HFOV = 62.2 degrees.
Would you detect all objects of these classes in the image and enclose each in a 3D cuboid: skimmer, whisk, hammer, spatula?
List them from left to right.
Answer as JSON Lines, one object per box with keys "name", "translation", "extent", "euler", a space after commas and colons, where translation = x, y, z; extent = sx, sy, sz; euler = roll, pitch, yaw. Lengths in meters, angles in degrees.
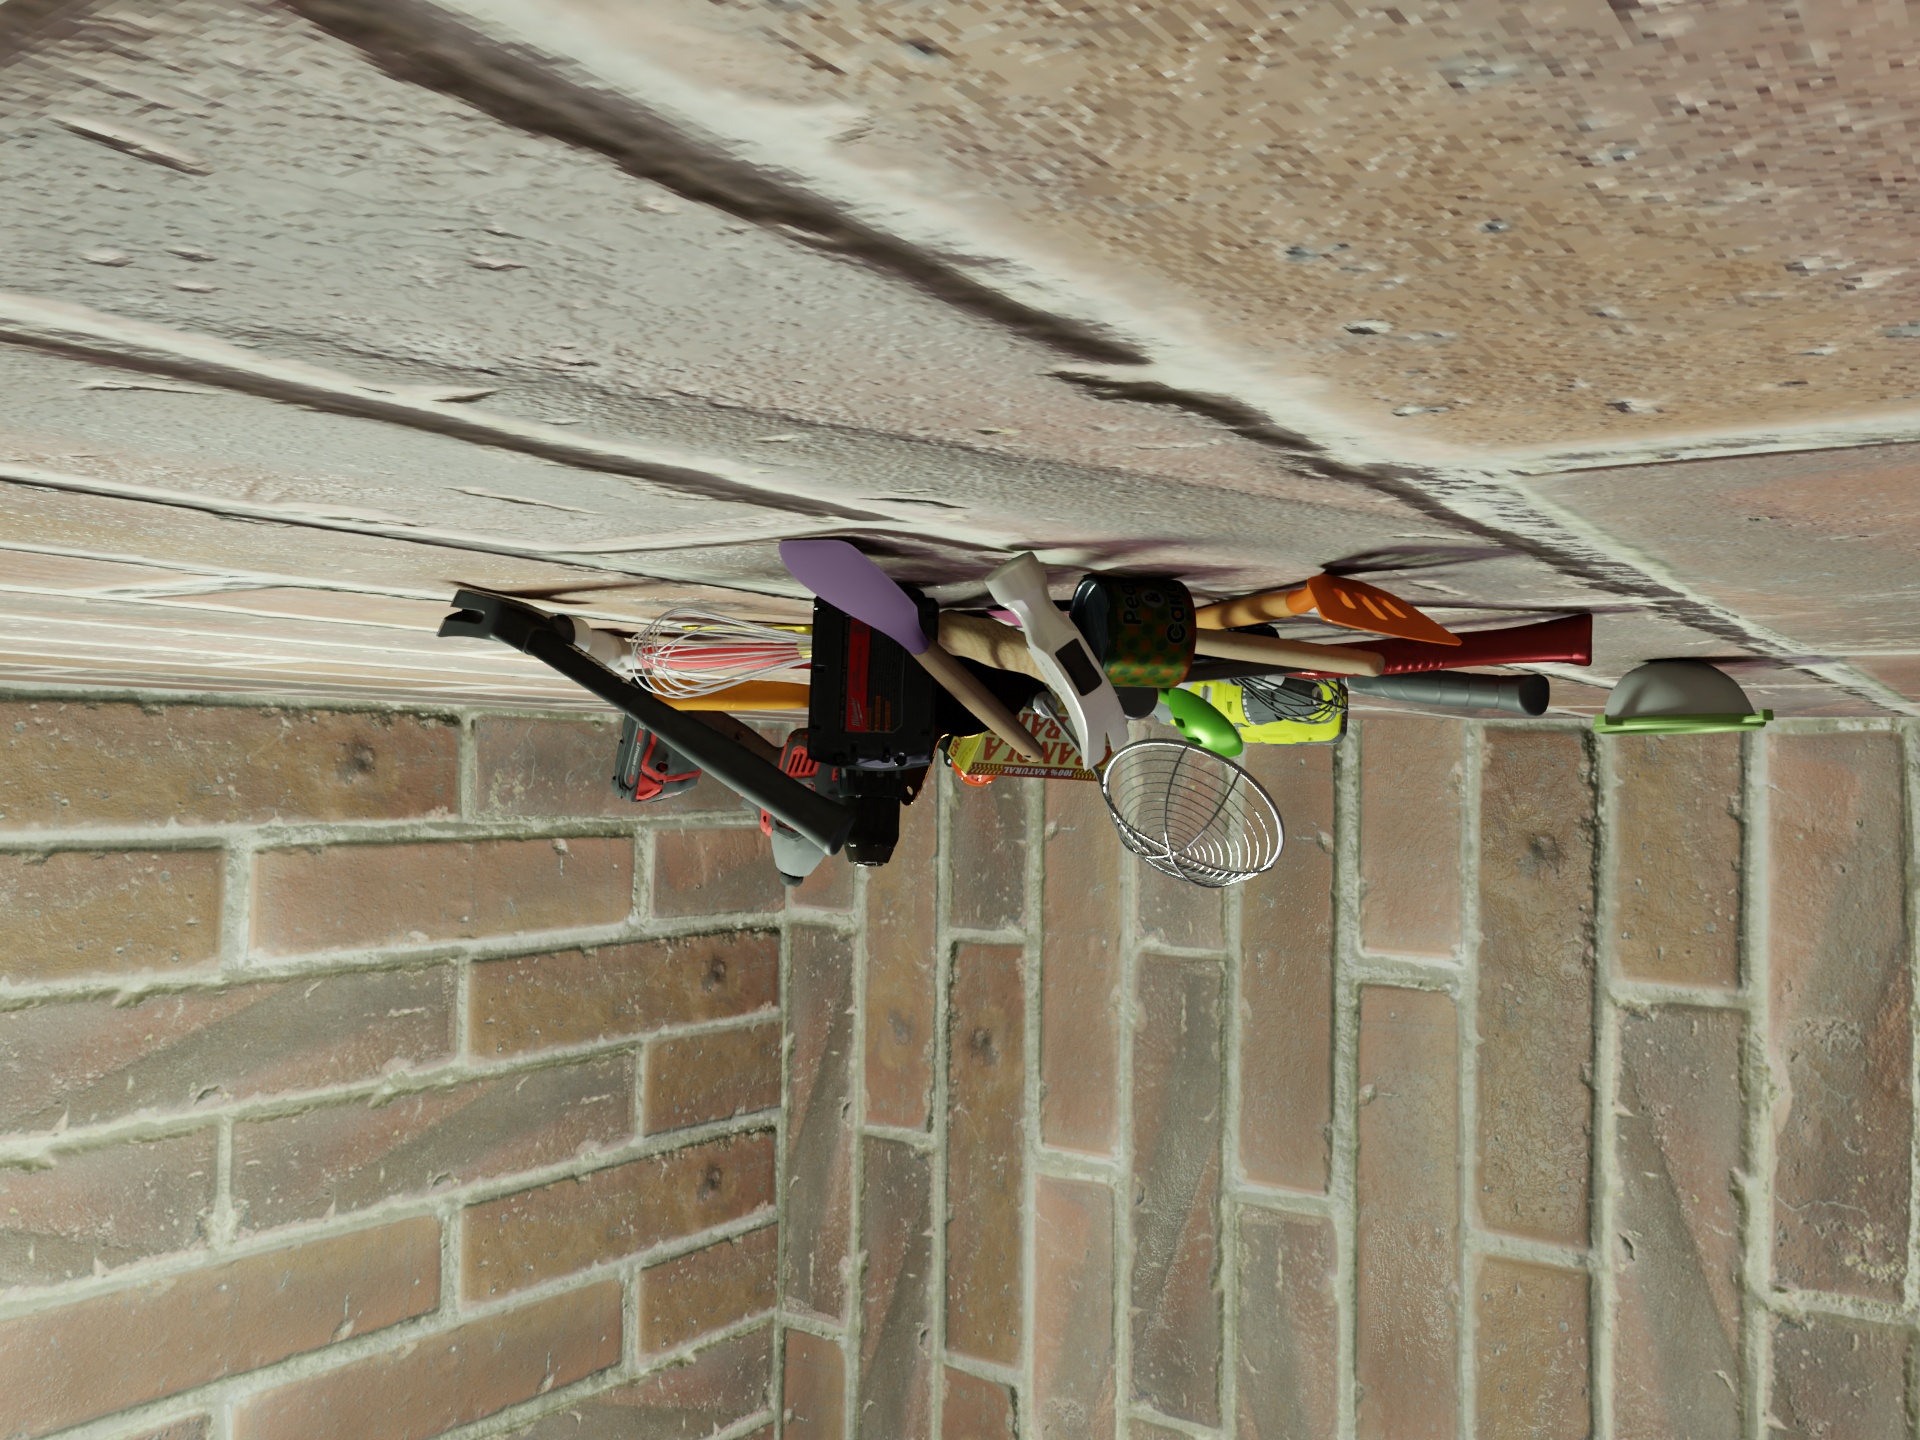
{"name": "hammer", "translation": [-0.201, -0.002, 1.047], "extent": [0.335, 0.035, 0.146], "euler": [30, -173, 27]}
{"name": "whisk", "translation": [-0.125, -0.057, 1.236], "extent": [0.284, 0.070, 0.070], "euler": [-4, -178, -38]}
{"name": "hammer", "translation": [-0.137, -0.020, 1.387], "extent": [0.336, 0.034, 0.127], "euler": [0, -178, -44]}
{"name": "hammer", "translation": [-0.132, -0.057, 1.412], "extent": [0.386, 0.038, 0.143], "euler": [1, 179, 11]}
{"name": "spatula", "translation": [-0.016, -0.035, 0.947], "extent": [0.060, 0.018, 0.315], "euler": [2, 159, 28]}
{"name": "hammer", "translation": [0.029, -0.044, 0.999], "extent": [0.031, 0.130, 0.331], "euler": [-34, -169, -6]}
{"name": "skimmer", "translation": [0.111, 0.003, 1.171], "extent": [0.090, 0.127, 0.364], "euler": [-28, -147, -5]}
{"name": "whisk", "translation": [0.220, -0.038, 1.278], "extent": [0.055, 0.055, 0.239], "euler": [2, -170, -33]}
{"name": "spatula", "translation": [0.198, -0.063, 0.990], "extent": [0.081, 0.041, 0.322], "euler": [9, 178, -13]}
{"name": "hammer", "translation": [0.260, -0.043, 1.096], "extent": [0.359, 0.036, 0.149], "euler": [-5, -168, -7]}
{"name": "hammer", "translation": [0.308, -0.035, 1.276], "extent": [0.149, 0.036, 0.409], "euler": [4, -177, -26]}

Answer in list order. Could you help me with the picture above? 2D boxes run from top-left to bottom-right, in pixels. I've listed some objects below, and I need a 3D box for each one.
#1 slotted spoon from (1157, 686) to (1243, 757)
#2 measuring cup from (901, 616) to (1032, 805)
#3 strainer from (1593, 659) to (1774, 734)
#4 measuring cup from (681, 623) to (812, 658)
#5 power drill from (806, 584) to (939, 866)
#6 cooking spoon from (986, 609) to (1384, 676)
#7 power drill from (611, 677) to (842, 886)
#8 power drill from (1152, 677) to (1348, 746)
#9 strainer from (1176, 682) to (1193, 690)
{"name": "slotted spoon", "translation": [0.165, -0.024, 1.313], "extent": [0.031, 0.070, 0.314], "euler": [-40, -164, 3]}
{"name": "measuring cup", "translation": [-0.002, -0.004, 1.227], "extent": [0.095, 0.173, 0.052], "euler": [42, -141, 24]}
{"name": "strainer", "translation": [0.704, -0.021, 1.570], "extent": [0.151, 0.069, 0.256], "euler": [-2, 178, 21]}
{"name": "measuring cup", "translation": [-0.152, -0.064, 1.298], "extent": [0.156, 0.029, 0.062], "euler": [0, 179, -26]}
{"name": "power drill", "translation": [-0.060, 0.006, 1.094], "extent": [0.080, 0.188, 0.226], "euler": [2, 174, -3]}
{"name": "cooking spoon", "translation": [0.138, -0.055, 1.052], "extent": [0.068, 0.017, 0.319], "euler": [3, -174, -44]}
{"name": "power drill", "translation": [-0.203, 0.054, 1.439], "extent": [0.220, 0.143, 0.078], "euler": [20, -165, 25]}
{"name": "power drill", "translation": [0.349, -0.018, 1.795], "extent": [0.191, 0.080, 0.228], "euler": [0, 175, 36]}
{"name": "strainer", "translation": [0.140, -0.047, 1.579], "extent": [0.258, 0.050, 0.087], "euler": [4, -166, 27]}
